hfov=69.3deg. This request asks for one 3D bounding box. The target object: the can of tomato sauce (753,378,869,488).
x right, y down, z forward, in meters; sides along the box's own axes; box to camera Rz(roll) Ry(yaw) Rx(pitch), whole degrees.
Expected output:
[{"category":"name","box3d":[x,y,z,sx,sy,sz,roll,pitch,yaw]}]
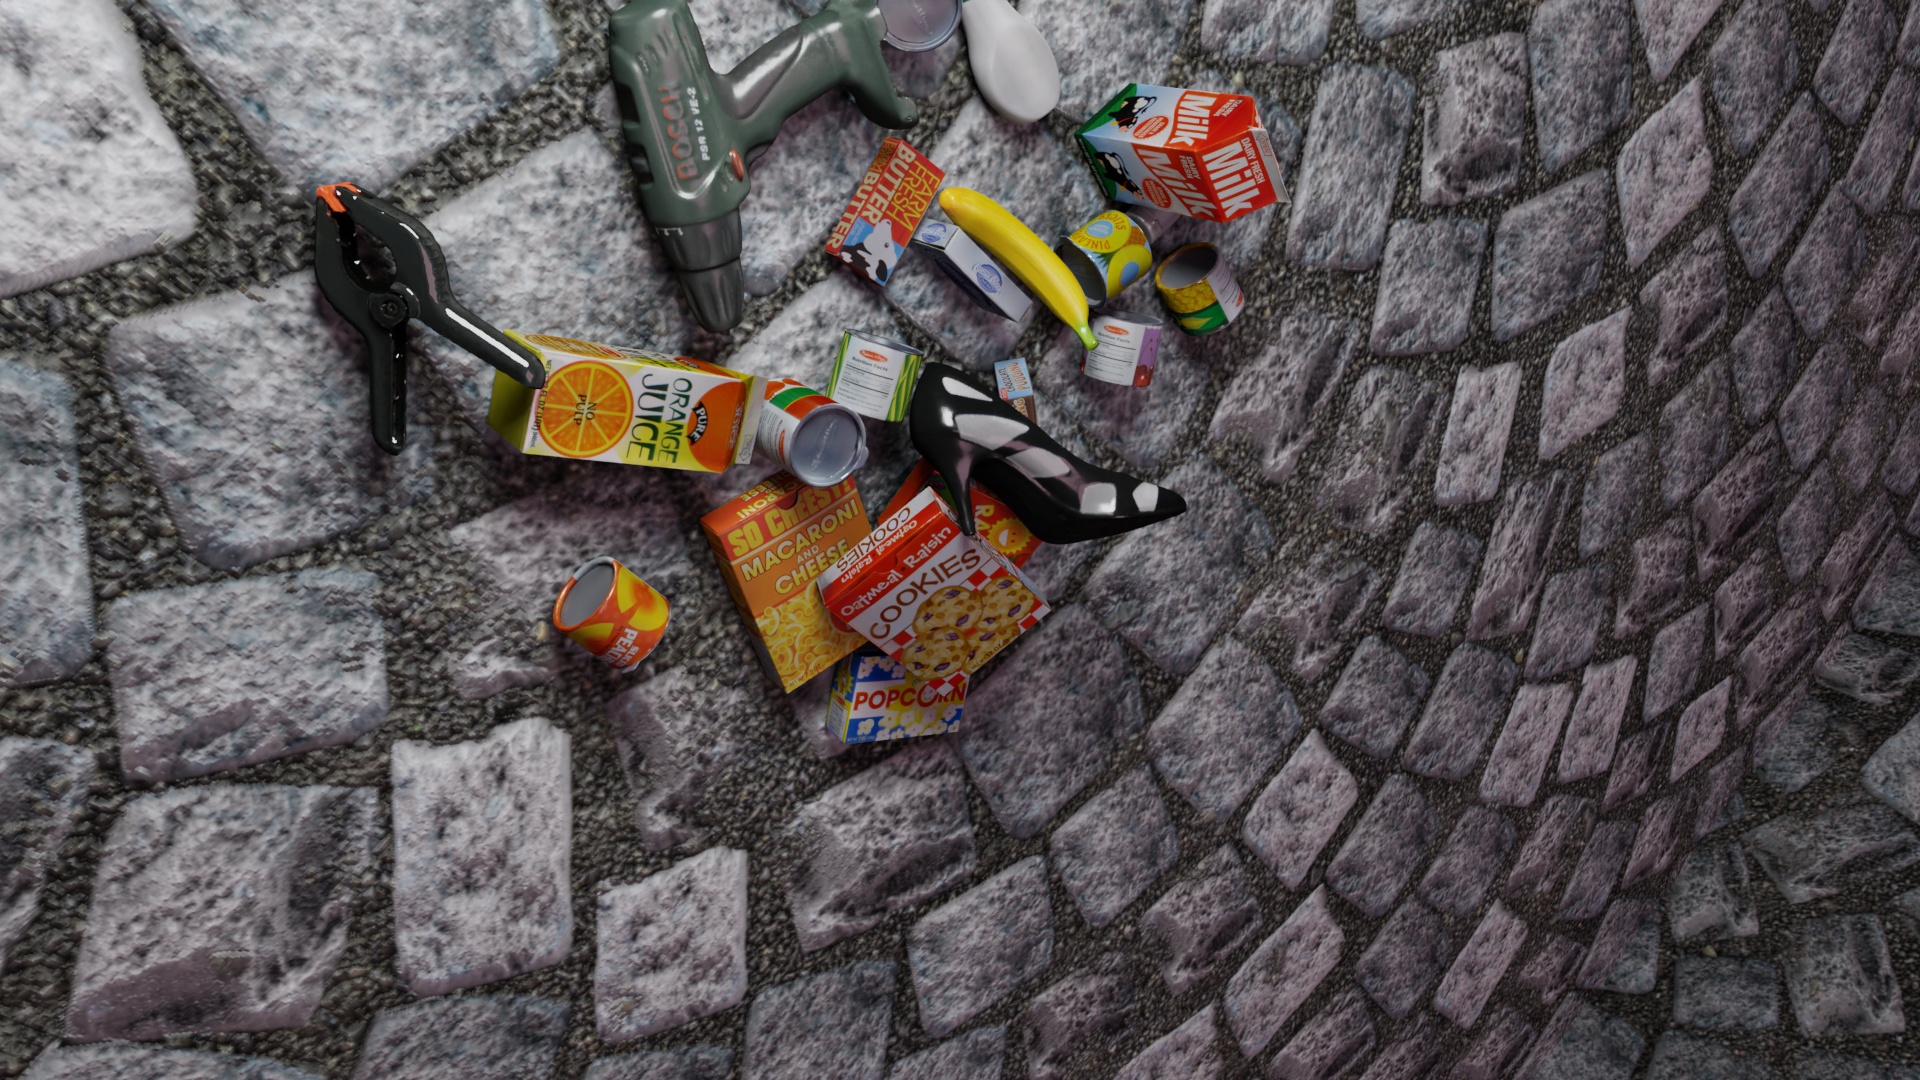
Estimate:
[{"category":"can of tomato sauce","box3d":[-0.120,-0.084,1.071,0.071,0.083,0.071,-16,118,-31]}]

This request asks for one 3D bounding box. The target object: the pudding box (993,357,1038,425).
[{"category":"pudding box","box3d":[0.048,-0.117,1.183,0.030,0.084,0.049,-9,120,2]}]

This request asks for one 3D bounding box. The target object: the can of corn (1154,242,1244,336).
[{"category":"can of corn","box3d":[0.217,-0.230,1.276,0.071,0.071,0.058,-47,129,-11]}]

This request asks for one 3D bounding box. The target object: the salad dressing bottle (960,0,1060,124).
[{"category":"salad dressing bottle","box3d":[0.026,-0.394,1.074,0.064,0.044,0.147,-42,127,-8]}]

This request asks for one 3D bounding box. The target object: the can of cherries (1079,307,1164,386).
[{"category":"can of cherries","box3d":[0.145,-0.174,1.245,0.071,0.071,0.058,-3,111,-36]}]

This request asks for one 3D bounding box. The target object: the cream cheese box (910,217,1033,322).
[{"category":"cream cheese box","box3d":[0.009,-0.219,1.129,0.103,0.053,0.024,37,85,-41]}]

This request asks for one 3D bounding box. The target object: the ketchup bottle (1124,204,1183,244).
[{"category":"ketchup bottle","box3d":[0.208,-0.325,1.240,0.149,0.043,0.064,-45,128,-13]}]

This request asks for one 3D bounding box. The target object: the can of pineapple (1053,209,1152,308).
[{"category":"can of pineapple","box3d":[0.122,-0.244,1.195,0.058,0.071,0.070,-38,127,-19]}]

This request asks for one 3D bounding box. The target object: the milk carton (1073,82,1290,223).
[{"category":"milk carton","box3d":[0.188,-0.316,1.132,0.073,0.191,0.072,-44,129,-13]}]

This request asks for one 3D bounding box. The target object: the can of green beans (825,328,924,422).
[{"category":"can of green beans","box3d":[-0.068,-0.131,1.101,0.071,0.071,0.057,9,105,-39]}]

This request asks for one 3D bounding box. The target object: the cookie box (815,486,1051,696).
[{"category":"cookie box","box3d":[-0.020,0.046,1.152,0.123,0.040,0.167,-39,132,9]}]

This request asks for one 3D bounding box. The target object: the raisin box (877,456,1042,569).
[{"category":"raisin box","box3d":[0.004,-0.015,1.184,0.123,0.040,0.085,25,117,-25]}]

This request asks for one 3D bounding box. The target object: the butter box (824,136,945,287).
[{"category":"butter box","box3d":[-0.058,-0.256,1.082,0.053,0.024,0.103,28,92,-42]}]

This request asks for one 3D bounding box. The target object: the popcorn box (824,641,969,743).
[{"category":"popcorn box","box3d":[-0.053,0.132,1.244,0.127,0.038,0.085,0,109,-37]}]

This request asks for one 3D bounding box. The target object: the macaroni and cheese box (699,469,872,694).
[{"category":"macaroni and cheese box","box3d":[-0.127,0.025,1.142,0.124,0.040,0.165,-33,126,-23]}]

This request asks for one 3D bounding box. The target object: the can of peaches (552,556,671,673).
[{"category":"can of peaches","box3d":[-0.260,0.055,1.034,0.071,0.071,0.058,-51,130,-8]}]

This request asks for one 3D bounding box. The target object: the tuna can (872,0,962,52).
[{"category":"tuna can","box3d":[-0.035,-0.394,1.018,0.071,0.033,0.070,-3,126,-5]}]

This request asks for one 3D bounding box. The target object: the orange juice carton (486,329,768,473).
[{"category":"orange juice carton","box3d":[-0.227,-0.096,0.992,0.193,0.073,0.071,4,106,-39]}]
